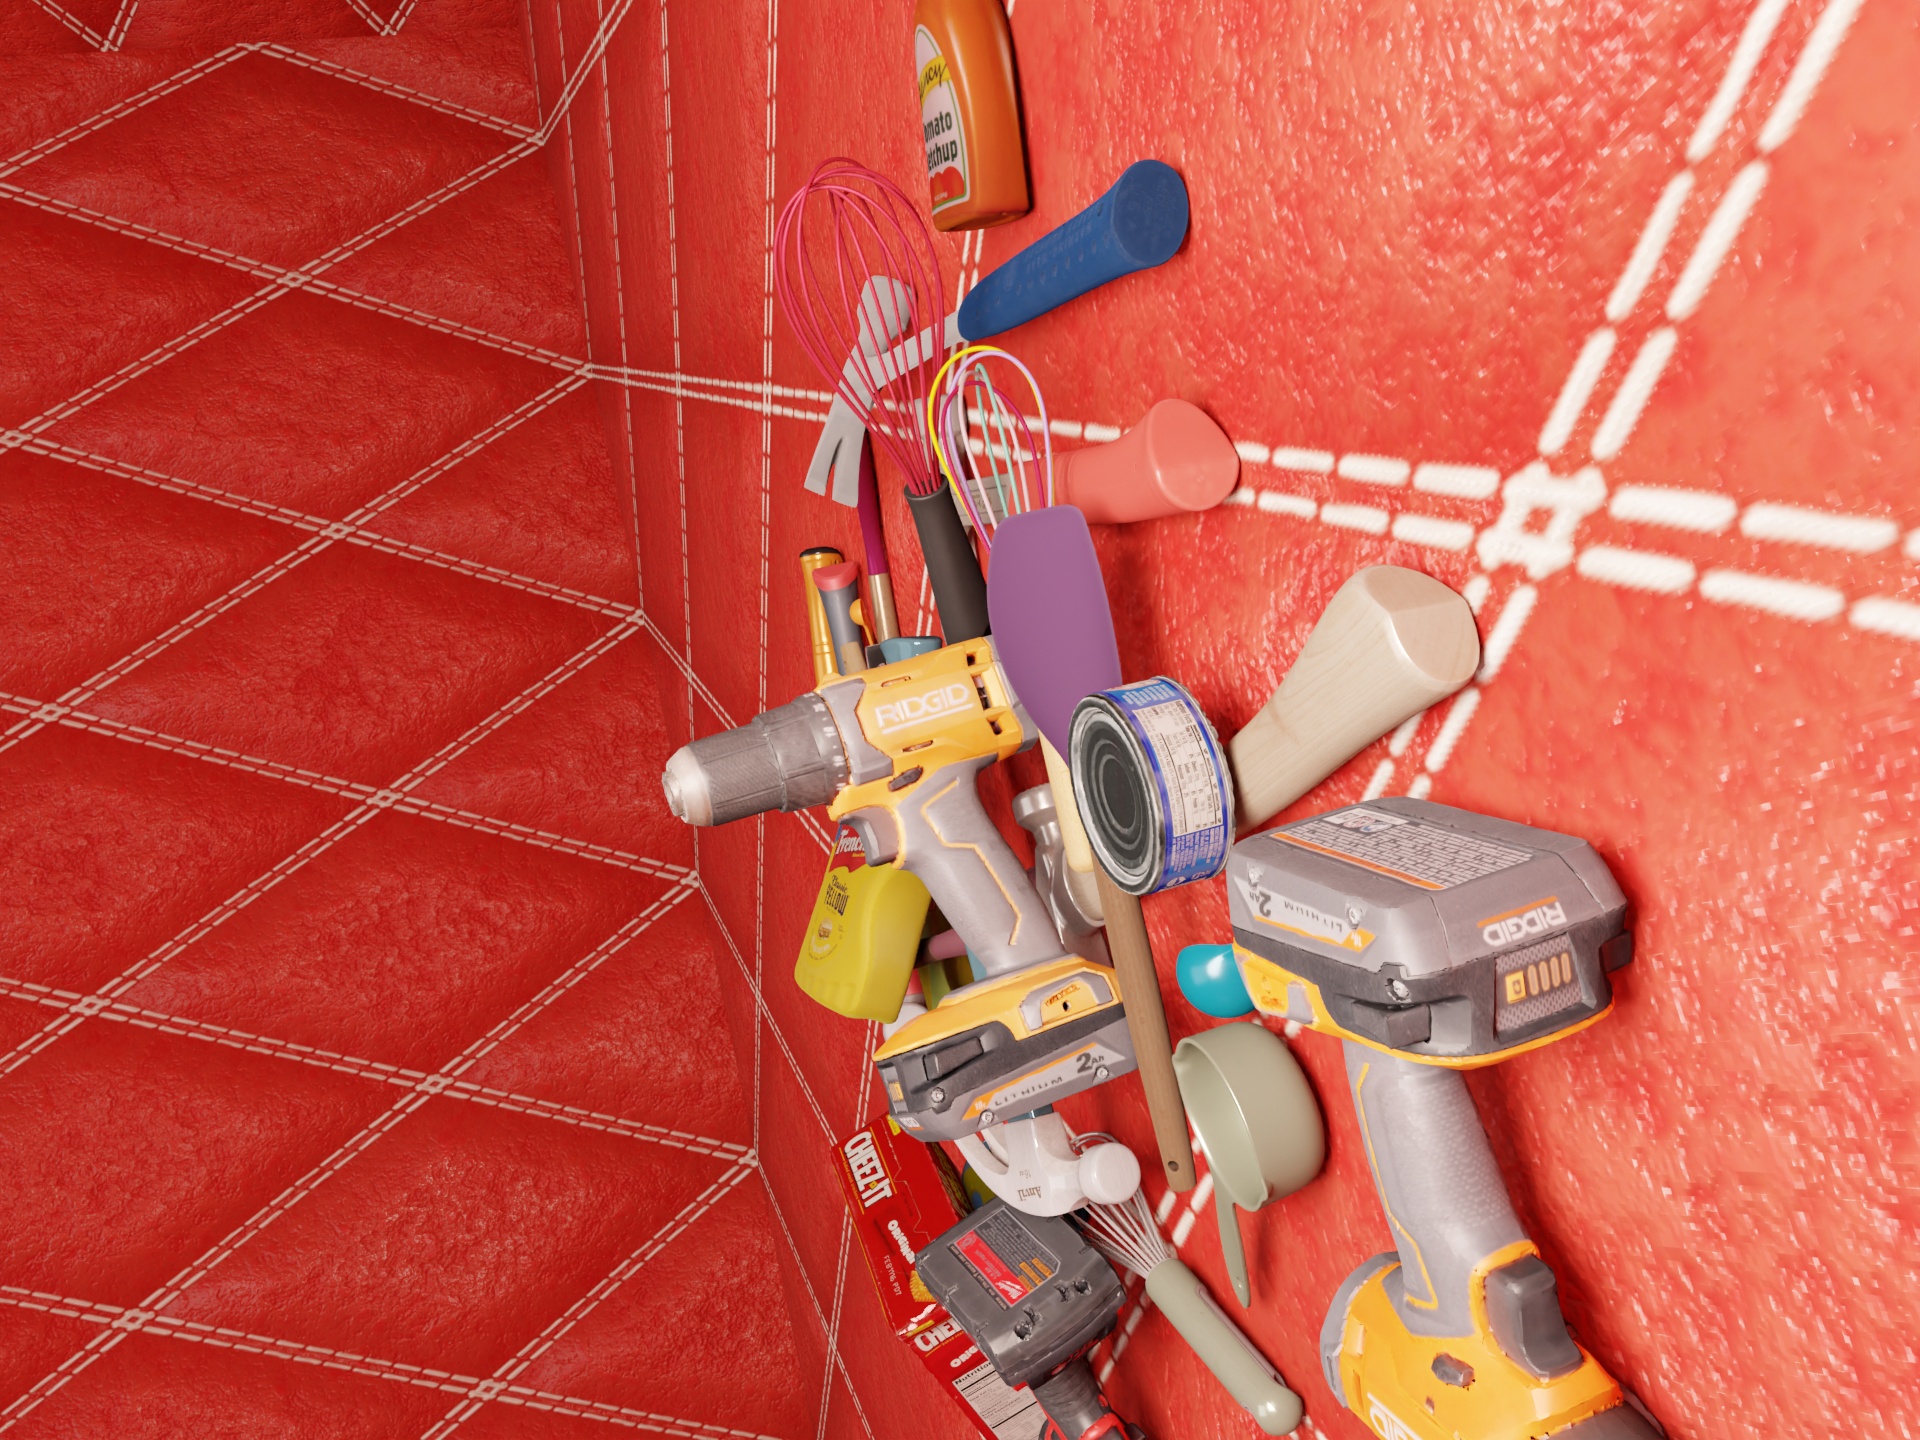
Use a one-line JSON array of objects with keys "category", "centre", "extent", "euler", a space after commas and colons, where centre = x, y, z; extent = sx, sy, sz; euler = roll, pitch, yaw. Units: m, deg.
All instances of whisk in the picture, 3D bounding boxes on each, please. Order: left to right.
[{"category": "whisk", "centre": [-0.023, -0.130, 0.774], "extent": [0.073, 0.073, 0.295], "euler": [-122, 10, -51]}, {"category": "whisk", "centre": [0.031, -0.050, 0.729], "extent": [0.051, 0.047, 0.245], "euler": [176, 81, -72]}, {"category": "whisk", "centre": [0.105, 0.287, 0.833], "extent": [0.057, 0.059, 0.246], "euler": [46, 175, -27]}]

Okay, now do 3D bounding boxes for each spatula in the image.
[{"category": "spatula", "centre": [0.065, 0.062, 0.709], "extent": [0.060, 0.018, 0.316], "euler": [-9, 99, 32]}]

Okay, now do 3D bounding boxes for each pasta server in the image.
[{"category": "pasta server", "centre": [-0.019, 0.145, 1.000], "extent": [0.316, 0.040, 0.060], "euler": [-29, 73, 56]}]

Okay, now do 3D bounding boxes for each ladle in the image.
[{"category": "ladle", "centre": [-0.019, 0.098, 1.055], "extent": [0.078, 0.062, 0.320], "euler": [146, 109, -67]}]

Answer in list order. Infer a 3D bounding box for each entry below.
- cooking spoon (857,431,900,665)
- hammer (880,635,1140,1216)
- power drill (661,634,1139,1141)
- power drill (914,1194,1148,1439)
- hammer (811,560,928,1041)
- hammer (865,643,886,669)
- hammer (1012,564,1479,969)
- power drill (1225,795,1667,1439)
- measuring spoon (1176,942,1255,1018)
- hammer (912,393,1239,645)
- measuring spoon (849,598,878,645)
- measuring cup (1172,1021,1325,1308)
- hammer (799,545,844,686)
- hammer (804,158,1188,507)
[{"category": "cooking spoon", "centre": [-0.056, -0.083, 1.177], "extent": [0.069, 0.017, 0.319], "euler": [-102, 4, -82]}, {"category": "hammer", "centre": [0.010, 0.104, 0.877], "extent": [0.128, 0.033, 0.331], "euler": [-34, 66, 53]}, {"category": "power drill", "centre": [-0.027, 0.083, 0.760], "extent": [0.084, 0.185, 0.226], "euler": [136, 116, -68]}, {"category": "power drill", "centre": [0.068, 0.377, 0.874], "extent": [0.143, 0.078, 0.219], "euler": [22, 140, 63]}, {"category": "hammer", "centre": [-0.063, 0.065, 1.231], "extent": [0.143, 0.038, 0.386], "euler": [67, -168, -77]}, {"category": "hammer", "centre": [-0.002, -0.003, 1.015], "extent": [0.335, 0.035, 0.146], "euler": [153, 105, -73]}, {"category": "hammer", "centre": [0.106, 0.047, 0.680], "extent": [0.410, 0.038, 0.146], "euler": [125, 130, -68]}, {"category": "power drill", "centre": [0.161, 0.148, 0.486], "extent": [0.164, 0.084, 0.226], "euler": [-163, 59, -72]}, {"category": "measuring spoon", "centre": [0.123, 0.097, 0.649], "extent": [0.021, 0.042, 0.128], "euler": [-65, 4, -31]}, {"category": "hammer", "centre": [0.043, -0.104, 0.796], "extent": [0.359, 0.036, 0.149], "euler": [-162, 63, -72]}, {"category": "measuring spoon", "centre": [-0.067, -0.050, 1.193], "extent": [0.116, 0.011, 0.021], "euler": [74, -171, -53]}, {"category": "measuring cup", "centre": [0.132, 0.201, 0.702], "extent": [0.083, 0.038, 0.167], "euler": [-126, 19, -53]}, {"category": "hammer", "centre": [-0.099, 0.026, 1.285], "extent": [0.127, 0.034, 0.337], "euler": [-1, -97, -65]}, {"category": "hammer", "centre": [0.002, -0.198, 0.813], "extent": [0.405, 0.035, 0.144], "euler": [4, 76, 69]}]
